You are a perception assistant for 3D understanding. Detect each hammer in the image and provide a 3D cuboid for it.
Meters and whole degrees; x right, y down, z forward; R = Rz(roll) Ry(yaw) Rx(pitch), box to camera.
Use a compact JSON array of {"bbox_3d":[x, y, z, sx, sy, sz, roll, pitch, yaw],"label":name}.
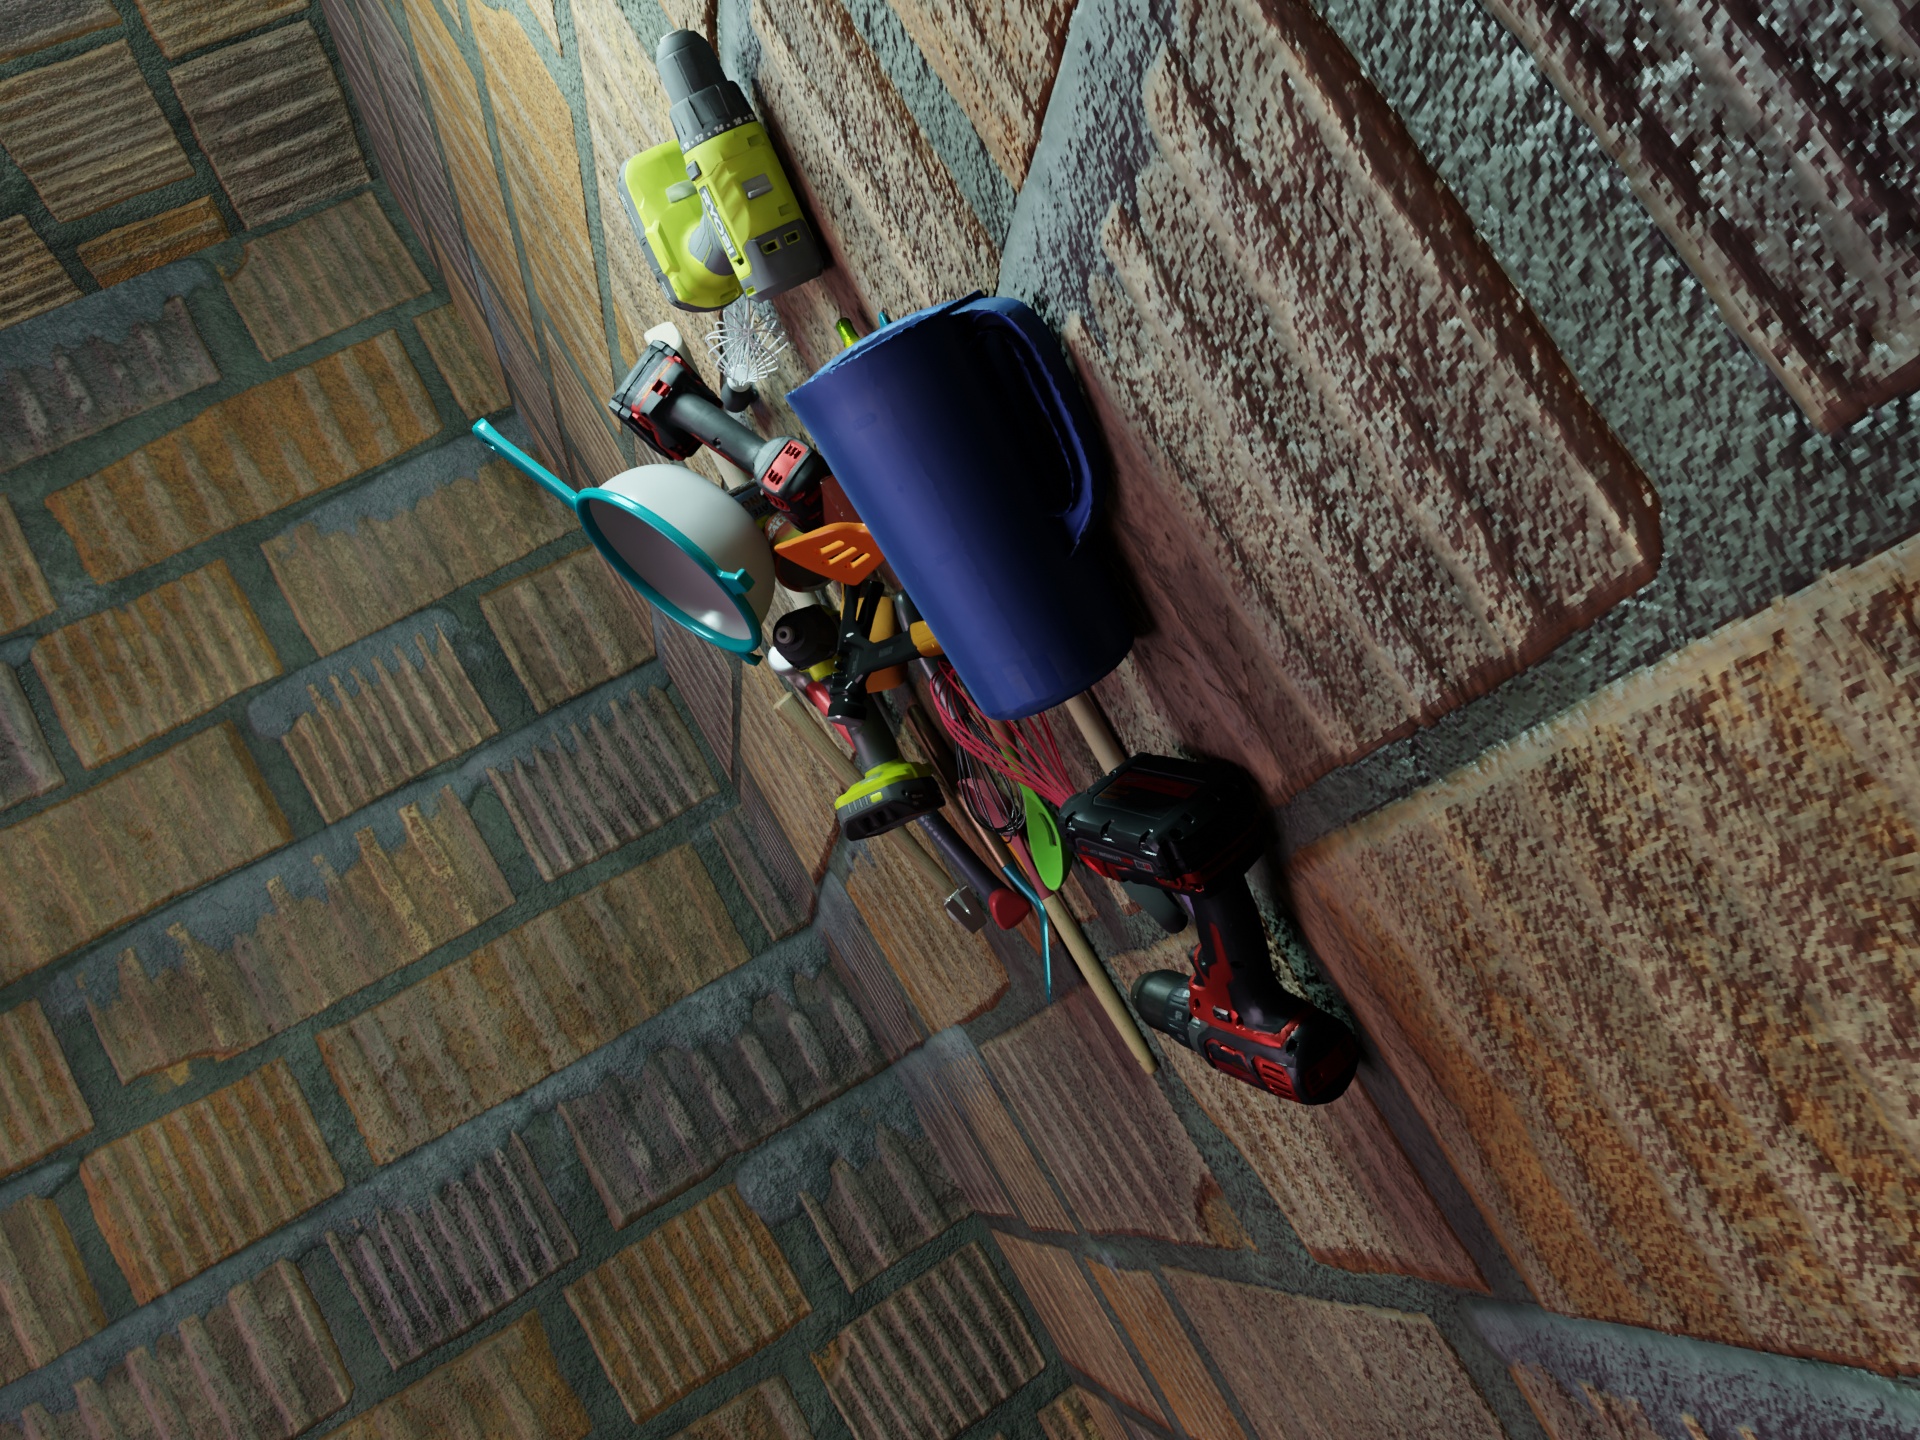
[{"bbox_3d":[-0.017,-0.072,1.206,0.337,0.034,0.127,-11,69,62],"label":"hammer"},{"bbox_3d":[-0.059,0.071,1.658,0.387,0.038,0.143,47,177,24],"label":"hammer"},{"bbox_3d":[-0.084,0.102,1.712,0.331,0.031,0.130,50,173,-8],"label":"hammer"},{"bbox_3d":[-0.217,-0.222,1.653,0.410,0.038,0.146,63,167,-25],"label":"hammer"}]

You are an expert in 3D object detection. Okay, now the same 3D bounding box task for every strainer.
[{"bbox_3d":[-0.293,-0.201,1.466,0.340,0.095,0.211,36,162,8],"label":"strainer"}]

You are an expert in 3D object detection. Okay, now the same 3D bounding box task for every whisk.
[{"bbox_3d":[-0.003,-0.004,1.380,0.239,0.055,0.055,65,165,1],"label":"whisk"},{"bbox_3d":[-0.198,-0.319,1.450,0.070,0.070,0.284,62,170,-4],"label":"whisk"},{"bbox_3d":[0.072,0.049,1.186,0.296,0.073,0.073,49,161,31],"label":"whisk"}]

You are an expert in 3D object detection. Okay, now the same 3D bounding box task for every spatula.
[{"bbox_3d":[-0.026,-0.118,1.158,0.081,0.041,0.323,23,175,-34],"label":"spatula"},{"bbox_3d":[0.023,0.122,1.527,0.318,0.044,0.082,59,175,14],"label":"spatula"},{"bbox_3d":[0.142,0.088,1.109,0.316,0.018,0.060,60,174,4],"label":"spatula"}]

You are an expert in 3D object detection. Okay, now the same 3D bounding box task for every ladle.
[{"bbox_3d":[0.092,0.182,1.439,0.315,0.031,0.069,59,168,2],"label":"ladle"}]

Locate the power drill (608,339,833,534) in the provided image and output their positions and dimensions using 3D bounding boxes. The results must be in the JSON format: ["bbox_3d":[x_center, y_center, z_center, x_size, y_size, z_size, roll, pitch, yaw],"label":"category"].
[{"bbox_3d":[-0.195,-0.241,1.425,0.220,0.078,0.143,34,177,19],"label":"power drill"}]

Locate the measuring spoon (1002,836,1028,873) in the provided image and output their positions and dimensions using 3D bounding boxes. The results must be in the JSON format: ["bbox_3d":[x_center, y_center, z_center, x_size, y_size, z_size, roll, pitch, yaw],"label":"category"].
[{"bbox_3d":[0.053,0.117,1.488,0.117,0.011,0.021,54,164,12],"label":"measuring spoon"}]

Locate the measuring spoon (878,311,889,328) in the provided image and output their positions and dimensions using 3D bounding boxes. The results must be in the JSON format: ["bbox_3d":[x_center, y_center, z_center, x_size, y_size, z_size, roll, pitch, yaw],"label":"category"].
[{"bbox_3d":[-0.027,-0.229,1.112,0.042,0.021,0.129,138,112,-76],"label":"measuring spoon"}]

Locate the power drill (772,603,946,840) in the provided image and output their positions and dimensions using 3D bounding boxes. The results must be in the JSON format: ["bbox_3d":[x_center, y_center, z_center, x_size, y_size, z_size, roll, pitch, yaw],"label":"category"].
[{"bbox_3d":[-0.105,-0.003,1.524,0.223,0.080,0.171,66,-165,7],"label":"power drill"}]

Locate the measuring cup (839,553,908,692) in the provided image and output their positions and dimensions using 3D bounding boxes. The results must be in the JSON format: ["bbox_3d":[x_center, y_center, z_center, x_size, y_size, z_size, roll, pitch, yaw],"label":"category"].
[{"bbox_3d":[-0.081,-0.110,1.459,0.095,0.052,0.174,75,-171,-76],"label":"measuring cup"}]

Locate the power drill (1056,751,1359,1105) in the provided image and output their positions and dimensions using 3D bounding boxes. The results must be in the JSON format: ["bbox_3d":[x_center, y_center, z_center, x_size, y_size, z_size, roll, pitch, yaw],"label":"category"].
[{"bbox_3d":[0.147,0.136,1.027,0.188,0.080,0.226,11,132,58],"label":"power drill"}]

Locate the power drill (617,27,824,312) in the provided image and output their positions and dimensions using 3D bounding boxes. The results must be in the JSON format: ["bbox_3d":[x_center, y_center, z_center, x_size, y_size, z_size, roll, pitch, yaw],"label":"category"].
[{"bbox_3d":[-0.194,-0.408,1.219,0.190,0.080,0.229,65,162,-15],"label":"power drill"}]

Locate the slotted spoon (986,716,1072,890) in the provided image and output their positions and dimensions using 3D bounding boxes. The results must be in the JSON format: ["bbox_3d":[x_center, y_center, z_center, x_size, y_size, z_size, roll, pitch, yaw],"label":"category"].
[{"bbox_3d":[0.031,-0.003,1.305,0.313,0.031,0.070,67,164,-15],"label":"slotted spoon"}]
